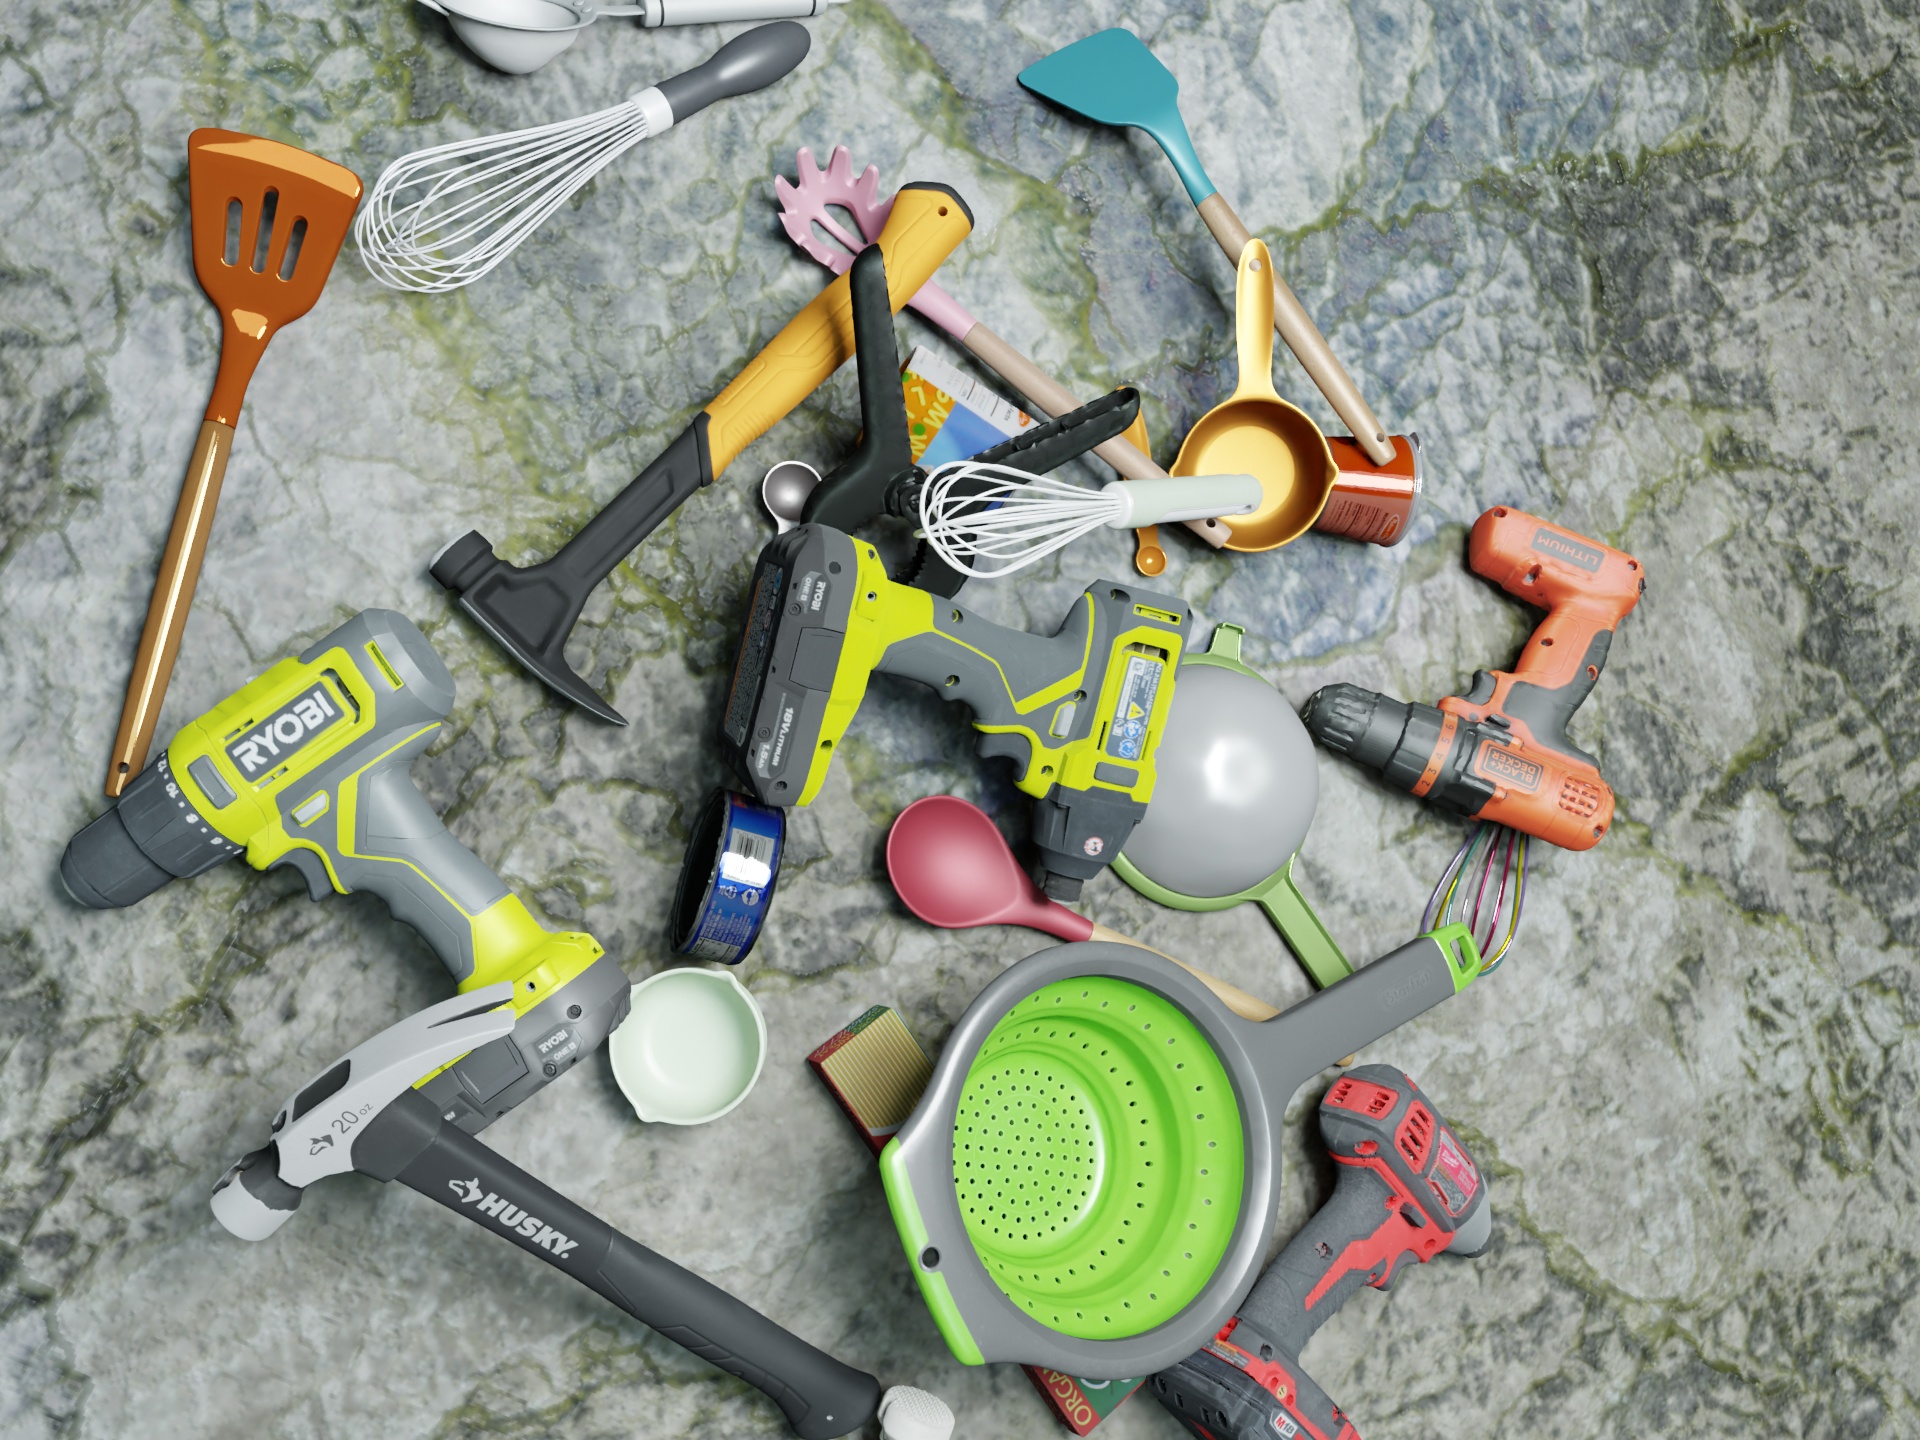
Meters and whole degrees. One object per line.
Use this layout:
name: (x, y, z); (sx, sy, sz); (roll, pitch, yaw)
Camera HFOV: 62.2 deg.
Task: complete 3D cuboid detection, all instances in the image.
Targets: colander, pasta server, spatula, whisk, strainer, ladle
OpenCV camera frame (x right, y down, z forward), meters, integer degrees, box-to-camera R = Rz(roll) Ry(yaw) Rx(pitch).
colander: (0.120, 0.194, 0.844); (0.397, 0.094, 0.204); (-20, 86, -31)
pasta server: (0.027, -0.201, 0.883); (0.316, 0.040, 0.060); (39, 82, -2)
spatula: (-0.363, -0.121, 0.762); (0.081, 0.041, 0.323); (13, 80, -17)
whisk: (0.344, 0.048, 0.974); (0.051, 0.047, 0.245); (27, 72, -3)
spatula: (0.156, -0.278, 0.931); (0.082, 0.044, 0.317); (-33, 87, -19)
whisk: (0.074, -0.109, 0.814); (0.246, 0.058, 0.059); (-11, 81, -40)
strainer: (-0.175, -0.381, 0.857); (0.258, 0.050, 0.087); (-16, 45, -25)
whisk: (-0.190, -0.307, 0.836); (0.284, 0.070, 0.070); (-38, 96, -23)
strainer: (0.178, 0.075, 0.901); (0.151, 0.069, 0.256); (-36, 94, -19)
ladle: (0.093, 0.129, 0.890); (0.315, 0.031, 0.069); (27, 74, -15)

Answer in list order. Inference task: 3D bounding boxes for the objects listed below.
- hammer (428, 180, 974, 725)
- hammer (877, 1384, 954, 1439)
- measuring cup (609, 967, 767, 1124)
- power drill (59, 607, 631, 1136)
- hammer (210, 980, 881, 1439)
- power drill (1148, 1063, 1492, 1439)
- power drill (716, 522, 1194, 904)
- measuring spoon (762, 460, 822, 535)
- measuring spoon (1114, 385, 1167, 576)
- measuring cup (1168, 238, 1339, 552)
hammer: (-0.110, -0.152, 0.828); (0.127, 0.034, 0.337); (44, 81, -8)
hammer: (0.121, 0.470, 0.846); (0.410, 0.038, 0.146); (21, 90, -17)
measuring cup: (-0.173, 0.139, 0.801); (0.167, 0.038, 0.083); (30, 85, 5)
power drill: (-0.280, 0.088, 0.734); (0.190, 0.080, 0.228); (-35, 93, -1)
hammer: (-0.154, 0.247, 0.730); (0.146, 0.035, 0.334); (-43, 119, 6)
power drill: (0.214, 0.315, 0.876); (0.220, 0.078, 0.143); (-50, 116, -22)
power drill: (-0.001, -0.003, 0.809); (0.223, 0.080, 0.171); (12, 96, -21)
measuring spoon: (-0.095, -0.078, 0.862); (0.034, 0.018, 0.124); (5, 89, -18)
measuring spoon: (0.103, -0.140, 0.937); (0.021, 0.011, 0.117); (-6, 82, -18)
measuring cup: (0.167, -0.185, 0.916); (0.095, 0.052, 0.173); (0, 97, 6)
